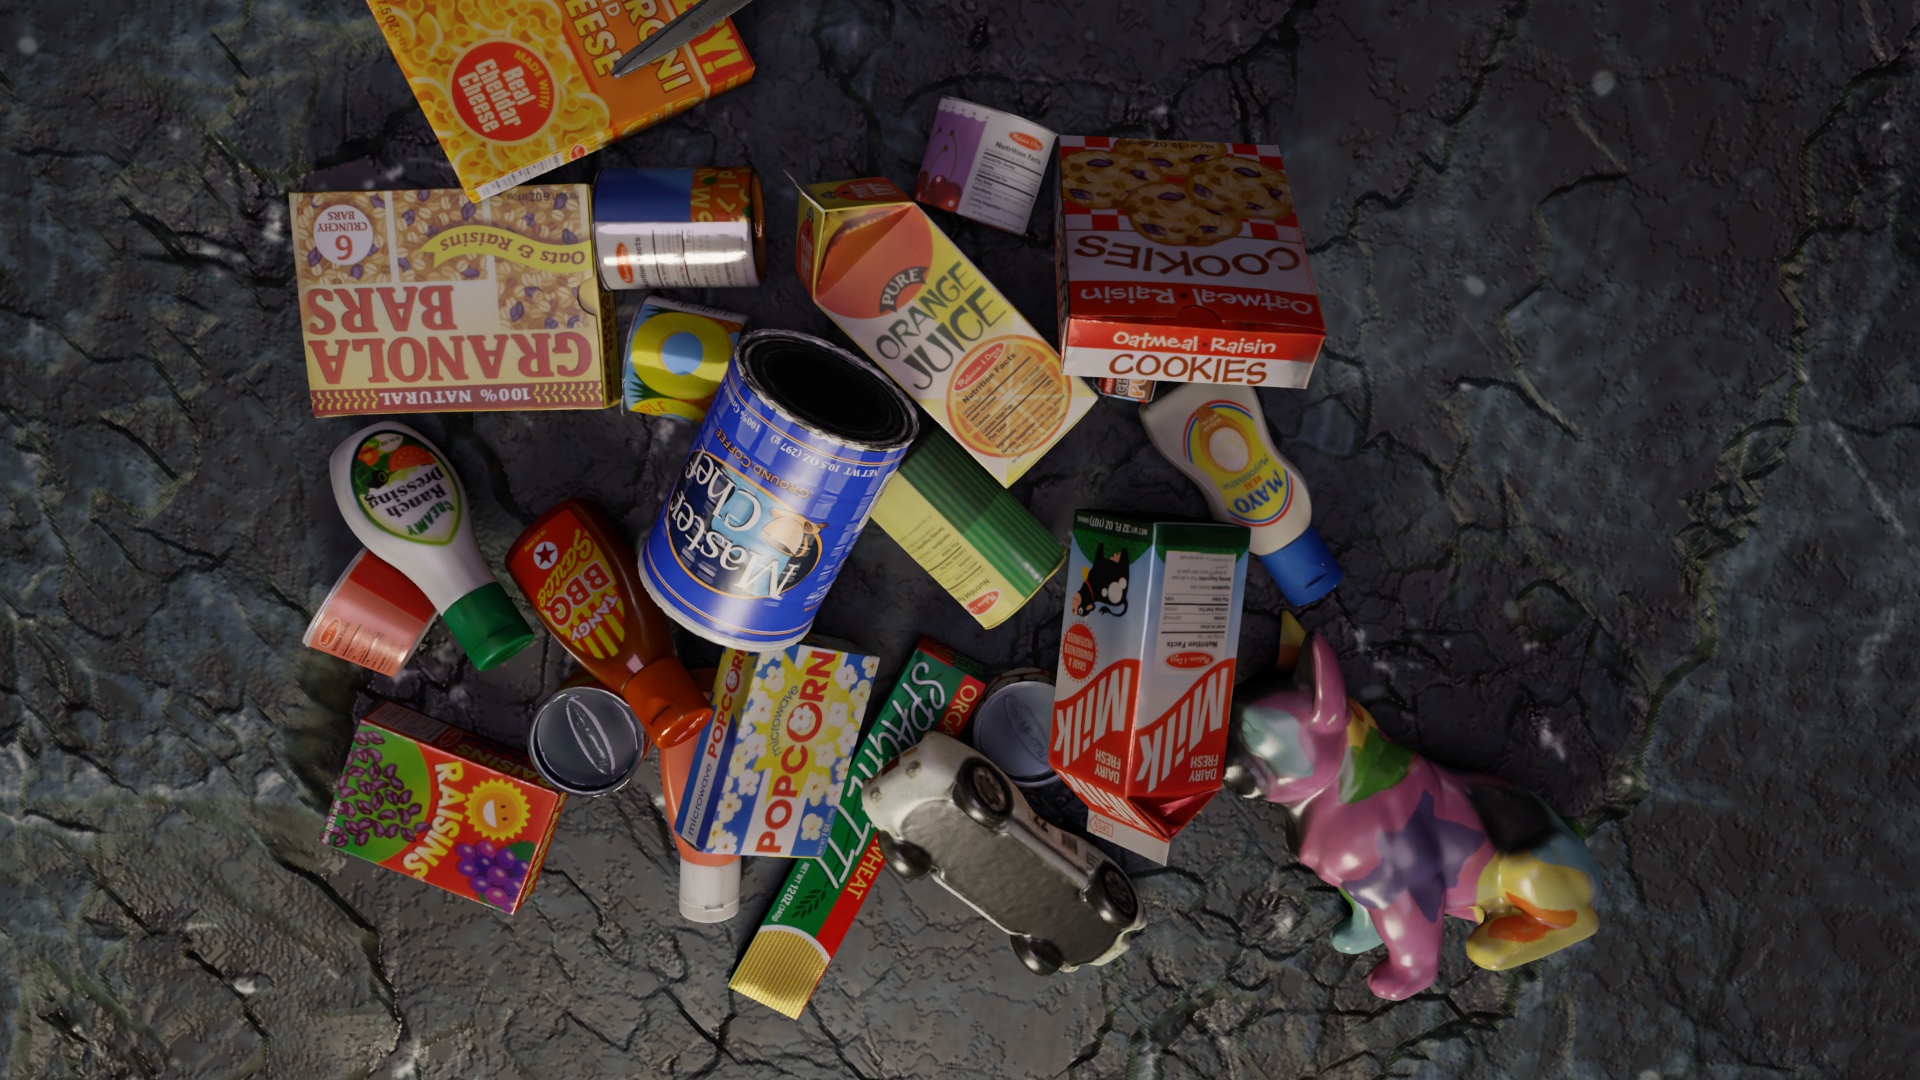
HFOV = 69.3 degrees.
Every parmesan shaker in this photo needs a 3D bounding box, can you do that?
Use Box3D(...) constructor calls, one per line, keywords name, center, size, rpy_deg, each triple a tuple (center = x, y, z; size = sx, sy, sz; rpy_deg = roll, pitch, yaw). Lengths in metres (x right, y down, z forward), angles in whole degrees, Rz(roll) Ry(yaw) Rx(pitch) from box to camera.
Box3D(name="parmesan shaker", center=(0.003, -0.010, 0.787), size=(0.071, 0.071, 0.103), rpy_deg=(-44, 97, 7))

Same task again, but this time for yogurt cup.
Box3D(name="yogurt cup", center=(-0.335, 0.043, 0.799), size=(0.054, 0.072, 0.072), rpy_deg=(32, 99, -14))

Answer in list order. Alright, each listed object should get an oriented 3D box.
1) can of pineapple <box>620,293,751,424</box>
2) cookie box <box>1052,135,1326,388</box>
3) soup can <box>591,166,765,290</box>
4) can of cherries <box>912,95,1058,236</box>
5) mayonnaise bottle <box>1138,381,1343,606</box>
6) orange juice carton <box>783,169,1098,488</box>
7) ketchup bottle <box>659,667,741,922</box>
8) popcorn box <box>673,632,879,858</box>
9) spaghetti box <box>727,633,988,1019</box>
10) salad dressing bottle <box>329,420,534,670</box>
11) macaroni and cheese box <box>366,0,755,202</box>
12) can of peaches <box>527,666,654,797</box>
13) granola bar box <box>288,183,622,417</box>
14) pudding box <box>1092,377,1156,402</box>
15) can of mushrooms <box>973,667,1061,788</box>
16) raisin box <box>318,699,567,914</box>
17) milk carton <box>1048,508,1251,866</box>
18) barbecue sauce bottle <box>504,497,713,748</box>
Box3D(name="can of pineapple", center=(-0.152, -0.097, 0.772), size=(0.058, 0.071, 0.071), rpy_deg=(11, 100, -2))
Box3D(name="cookie box", center=(0.111, -0.149, 0.717), size=(0.123, 0.168, 0.040), rpy_deg=(3, 136, -1))
Box3D(name="soup can", center=(-0.152, -0.173, 0.760), size=(0.084, 0.071, 0.071), rpy_deg=(-1, 101, -1))
Box3D(name="can of cherries", center=(0.012, -0.203, 0.756), size=(0.071, 0.071, 0.058), rpy_deg=(17, 102, -3))
Box3D(name="mayonnaise bottle", center=(0.166, -0.031, 0.798), size=(0.065, 0.041, 0.148), rpy_deg=(-35, 98, 3))
Box3D(name="orange juice carton", center=(-0.021, -0.123, 0.738), size=(0.073, 0.072, 0.192), rpy_deg=(-44, 116, 7))
Box3D(name="ketchup bottle", center=(-0.147, 0.152, 0.828), size=(0.065, 0.043, 0.148), rpy_deg=(1, 102, -17))
Box3D(name="popcorn box", center=(-0.105, 0.116, 0.795), size=(0.085, 0.038, 0.126), rpy_deg=(15, 92, -41))
Box3D(name="spaghetti box", center=(-0.063, 0.174, 0.841), size=(0.050, 0.029, 0.249), rpy_deg=(28, 99, -6))
Box3D(name="salad dressing bottle", center=(-0.296, 0.004, 0.784), size=(0.064, 0.043, 0.147), rpy_deg=(-33, 86, -34))
Box3D(name="macaroni and cheese box", center=(-0.211, -0.270, 0.733), size=(0.167, 0.040, 0.123), rpy_deg=(-27, 99, -10))
Box3D(name="can of peaches", center=(-0.210, 0.108, 0.814), size=(0.071, 0.058, 0.071), rpy_deg=(0, 100, 0))
Box3D(name="granola bar box", center=(-0.281, -0.134, 0.778), size=(0.166, 0.039, 0.124), rpy_deg=(-2, 100, 0))
Box3D(name="pudding box", center=(0.093, -0.104, 0.763), size=(0.030, 0.084, 0.049), rpy_deg=(10, 101, 1))
Box3D(name="can of mushrooms", center=(0.043, 0.110, 0.828), size=(0.071, 0.033, 0.071), rpy_deg=(0, 100, 0))
Box3D(name="raisin box", center=(-0.306, 0.160, 0.833), size=(0.123, 0.040, 0.086), rpy_deg=(22, 99, -3))
Box3D(name="milk carton", center=(0.103, 0.080, 0.782), size=(0.073, 0.072, 0.190), rpy_deg=(3, 95, -33))
Box3D(name="barbecue sauce bottle", center=(-0.194, 0.049, 0.780), size=(0.065, 0.043, 0.149), rpy_deg=(-42, 72, 9))
